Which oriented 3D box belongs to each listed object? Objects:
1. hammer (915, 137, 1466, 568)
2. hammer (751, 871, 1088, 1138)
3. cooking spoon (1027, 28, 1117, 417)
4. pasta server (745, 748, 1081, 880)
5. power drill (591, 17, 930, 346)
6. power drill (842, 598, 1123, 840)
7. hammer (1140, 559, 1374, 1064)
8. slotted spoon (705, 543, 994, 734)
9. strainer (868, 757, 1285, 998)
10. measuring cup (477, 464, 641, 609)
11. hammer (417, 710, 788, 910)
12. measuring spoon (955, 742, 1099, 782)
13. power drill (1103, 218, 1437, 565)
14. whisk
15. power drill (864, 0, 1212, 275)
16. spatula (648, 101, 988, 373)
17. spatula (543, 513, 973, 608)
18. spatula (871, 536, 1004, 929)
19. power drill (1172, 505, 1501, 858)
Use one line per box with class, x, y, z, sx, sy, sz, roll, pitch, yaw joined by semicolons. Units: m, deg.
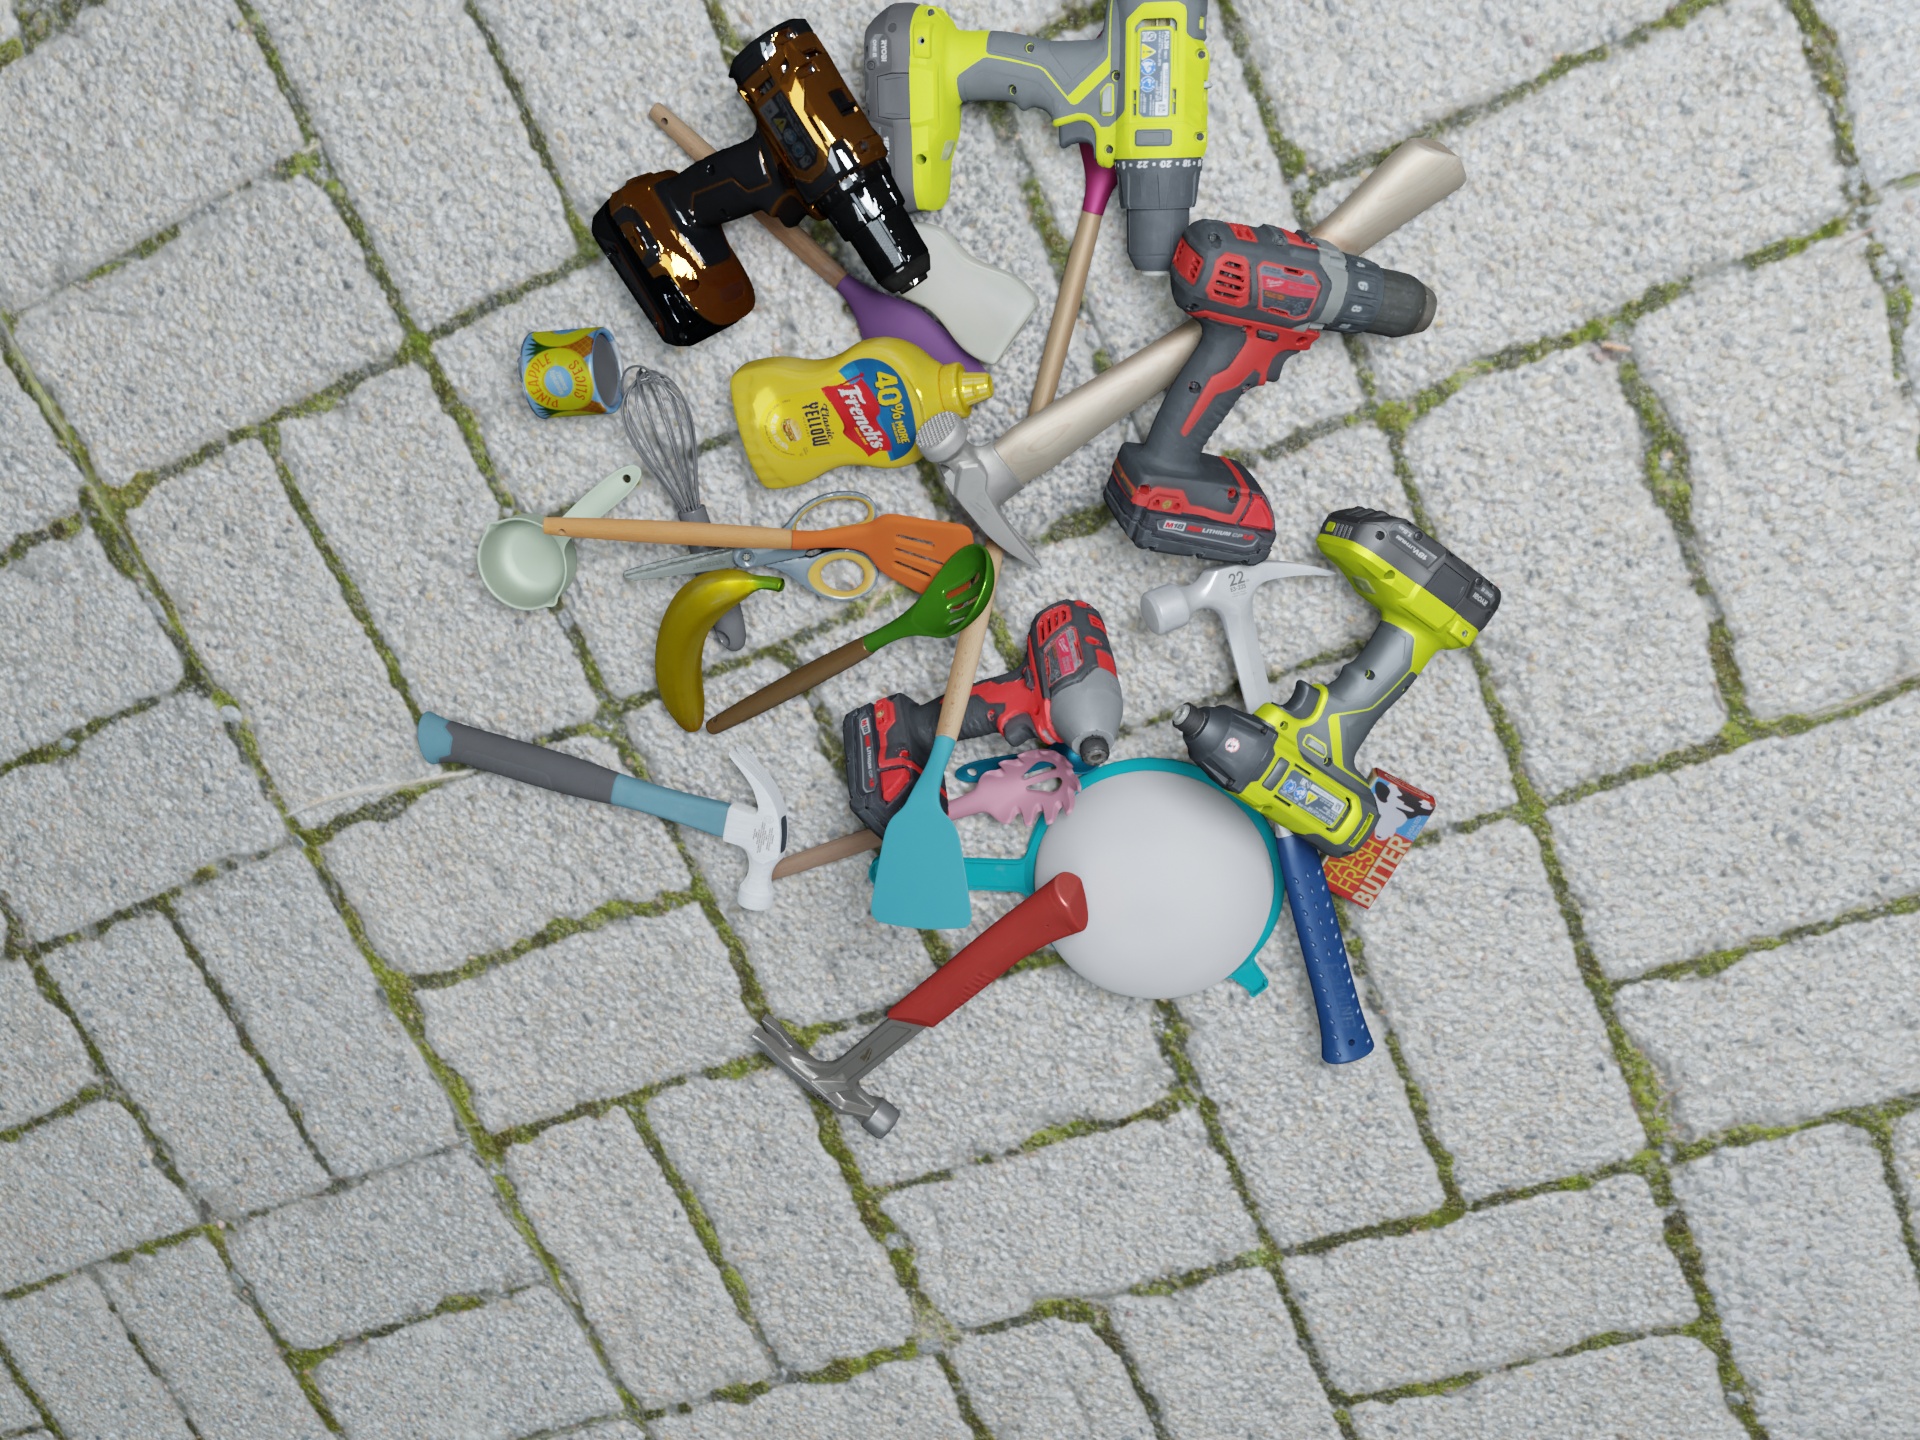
hammer;0.173;-0.264;1.130;0.410;0.038;0.146;-33;130;13
hammer;-0.026;0.221;1.303;0.149;0.037;0.359;41;127;-6
cooking spoon;0.088;-0.339;1.144;0.069;0.017;0.318;17;110;5
pasta server;-0.044;0.088;1.298;0.316;0.040;0.060;-20;99;21
power drill;-0.135;-0.345;1.110;0.226;0.084;0.185;-24;104;41
power drill;0.022;0.010;1.212;0.219;0.143;0.078;-28;135;19
hammer;0.255;0.072;1.209;0.144;0.035;0.405;-20;104;-12
slotted spoon;-0.089;-0.051;1.238;0.314;0.070;0.031;-26;141;33
strainer;0.087;0.141;1.270;0.340;0.095;0.211;1;109;9
measuring cup;-0.312;-0.155;1.273;0.167;0.038;0.083;-35;100;17
hammer;-0.303;0.055;1.339;0.331;0.033;0.128;15;103;7
measuring spoon;0.056;0.029;1.283;0.128;0.021;0.042;-12;118;24
power drill;0.210;-0.225;1.100;0.187;0.080;0.226;6;124;-19
whisk;-0.214;-0.164;1.248;0.055;0.055;0.238;-11;111;14
power drill;0.056;-0.403;1.085;0.228;0.080;0.190;4;110;14
spatula;-0.108;-0.342;1.179;0.316;0.018;0.059;42;115;-6
spatula;-0.152;-0.133;1.205;0.322;0.041;0.081;2;134;-6
spatula;-0.002;-0.004;1.170;0.082;0.318;0.044;0;152;30
power drill;0.266;-0.033;1.136;0.171;0.080;0.223;31;93;-20
